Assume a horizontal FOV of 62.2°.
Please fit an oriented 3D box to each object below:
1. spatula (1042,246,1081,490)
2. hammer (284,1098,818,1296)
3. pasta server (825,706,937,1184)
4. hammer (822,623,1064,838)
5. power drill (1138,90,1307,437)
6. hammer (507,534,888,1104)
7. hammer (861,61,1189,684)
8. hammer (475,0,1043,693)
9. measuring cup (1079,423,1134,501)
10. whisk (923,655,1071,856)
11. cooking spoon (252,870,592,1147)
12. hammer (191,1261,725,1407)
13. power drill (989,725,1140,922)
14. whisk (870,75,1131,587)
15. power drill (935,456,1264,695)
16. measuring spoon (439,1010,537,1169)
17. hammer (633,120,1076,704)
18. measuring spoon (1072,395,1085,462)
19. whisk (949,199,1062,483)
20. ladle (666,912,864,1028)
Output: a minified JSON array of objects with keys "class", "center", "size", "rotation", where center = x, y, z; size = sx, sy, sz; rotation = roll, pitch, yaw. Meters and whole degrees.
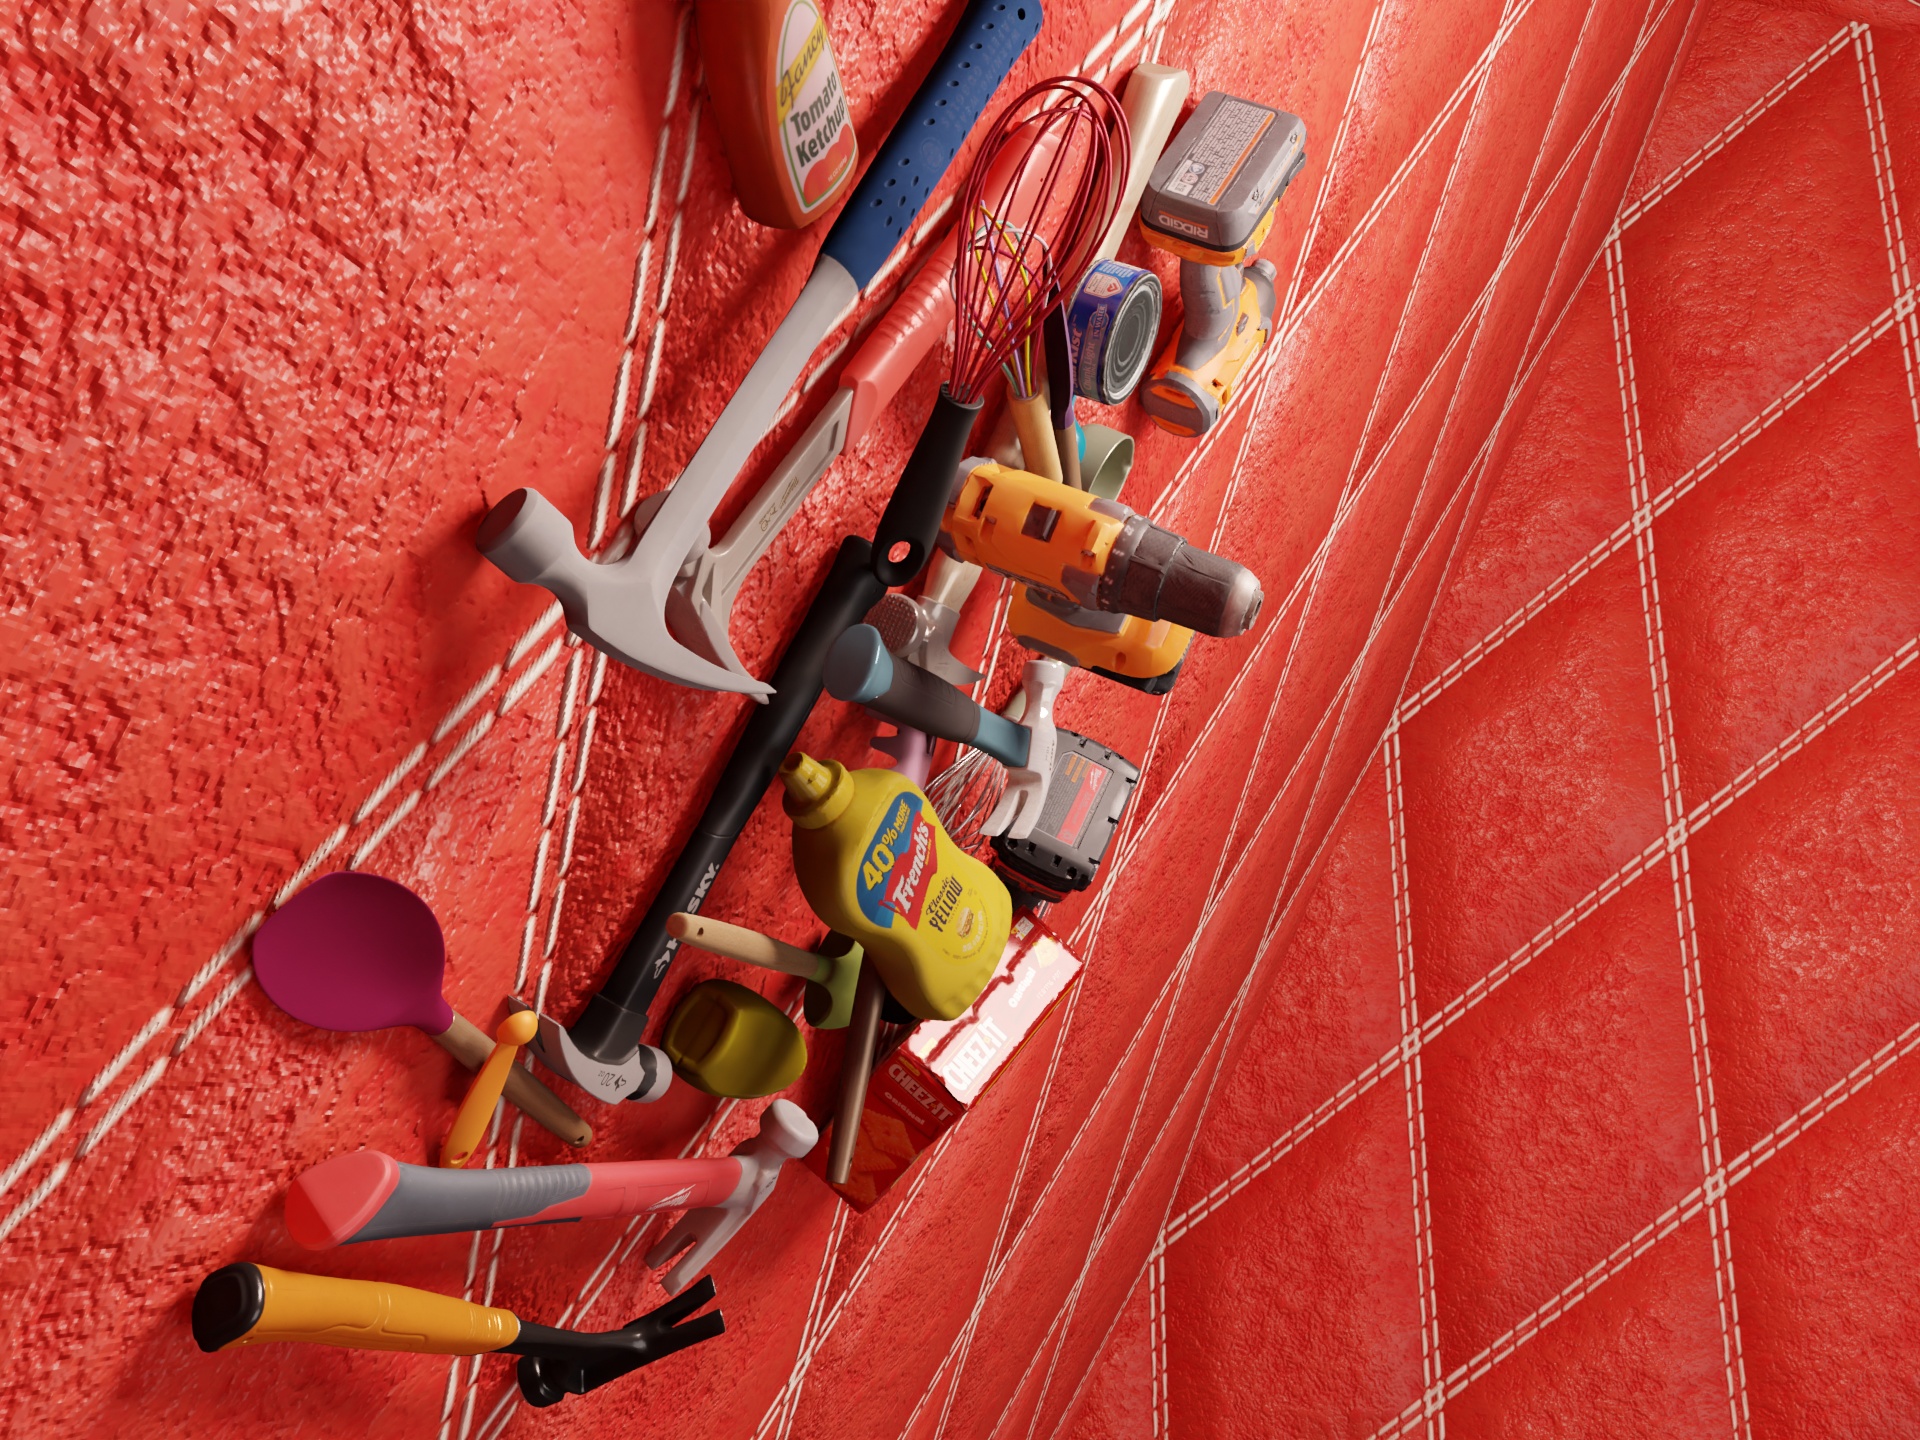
[{"class":"spatula","center":[0.066,-0.170,0.996],"size":[0.315,0.018,0.060],"rotation":[77,-1,-62]},{"class":"hammer","center":[-0.215,0.265,0.853],"size":[0.143,0.038,0.386],"rotation":[-49,154,5]},{"class":"pasta server","center":[-0.054,0.120,0.973],"size":[0.060,0.040,0.316],"rotation":[38,60,-68]},{"class":"hammer","center":[-0.002,-0.003,0.974],"size":[0.330,0.033,0.128],"rotation":[26,70,-67]},{"class":"power drill","center":[0.191,-0.334,1.151],"size":[0.164,0.084,0.226],"rotation":[-57,160,-22]},{"class":"hammer","center":[-0.128,0.047,0.864],"size":[0.335,0.035,0.146],"rotation":[-62,158,-10]},{"class":"hammer","center":[0.055,-0.218,1.013],"size":[0.410,0.038,0.146],"rotation":[-67,159,-1]},{"class":"hammer","center":[-0.059,-0.195,0.739],"size":[0.143,0.035,0.406],"rotation":[44,64,-36]},{"class":"measuring cup","center":[0.078,-0.139,1.147],"size":[0.083,0.038,0.167],"rotation":[-44,158,-45]},{"class":"whisk","center":[0.035,0.010,1.181],"size":[0.058,0.059,0.246],"rotation":[-35,-163,55]},{"class":"cooking spoon","center":[-0.235,0.150,0.747],"size":[0.069,0.017,0.318],"rotation":[-42,151,-15]},{"class":"hammer","center":[-0.244,0.302,0.793],"size":[0.127,0.034,0.336],"rotation":[-26,150,7]},{"class":"power drill","center":[0.061,0.103,1.224],"size":[0.143,0.078,0.219],"rotation":[-61,176,-31]},{"class":"whisk","center":[0.008,-0.176,0.784],"size":[0.073,0.073,0.295],"rotation":[-41,163,-46]},{"class":"power drill","center":[0.095,-0.077,0.951],"size":[0.084,0.185,0.226],"rotation":[-67,163,-5]},{"class":"measuring spoon","center":[-0.227,0.183,0.765],"size":[0.021,0.011,0.117],"rotation":[-5,133,-48]},{"class":"hammer","center":[-0.039,-0.181,0.841],"size":[0.359,0.037,0.149],"rotation":[-57,155,-22]},{"class":"measuring spoon","center":[0.083,-0.224,1.067],"size":[0.021,0.042,0.128],"rotation":[13,95,-28]},{"class":"whisk","center":[0.034,-0.194,0.885],"size":[0.051,0.047,0.244],"rotation":[-61,160,-17]},{"class":"ladle","center":[-0.109,0.135,0.928],"size":[0.078,0.062,0.320],"rotation":[-68,161,-8]}]
